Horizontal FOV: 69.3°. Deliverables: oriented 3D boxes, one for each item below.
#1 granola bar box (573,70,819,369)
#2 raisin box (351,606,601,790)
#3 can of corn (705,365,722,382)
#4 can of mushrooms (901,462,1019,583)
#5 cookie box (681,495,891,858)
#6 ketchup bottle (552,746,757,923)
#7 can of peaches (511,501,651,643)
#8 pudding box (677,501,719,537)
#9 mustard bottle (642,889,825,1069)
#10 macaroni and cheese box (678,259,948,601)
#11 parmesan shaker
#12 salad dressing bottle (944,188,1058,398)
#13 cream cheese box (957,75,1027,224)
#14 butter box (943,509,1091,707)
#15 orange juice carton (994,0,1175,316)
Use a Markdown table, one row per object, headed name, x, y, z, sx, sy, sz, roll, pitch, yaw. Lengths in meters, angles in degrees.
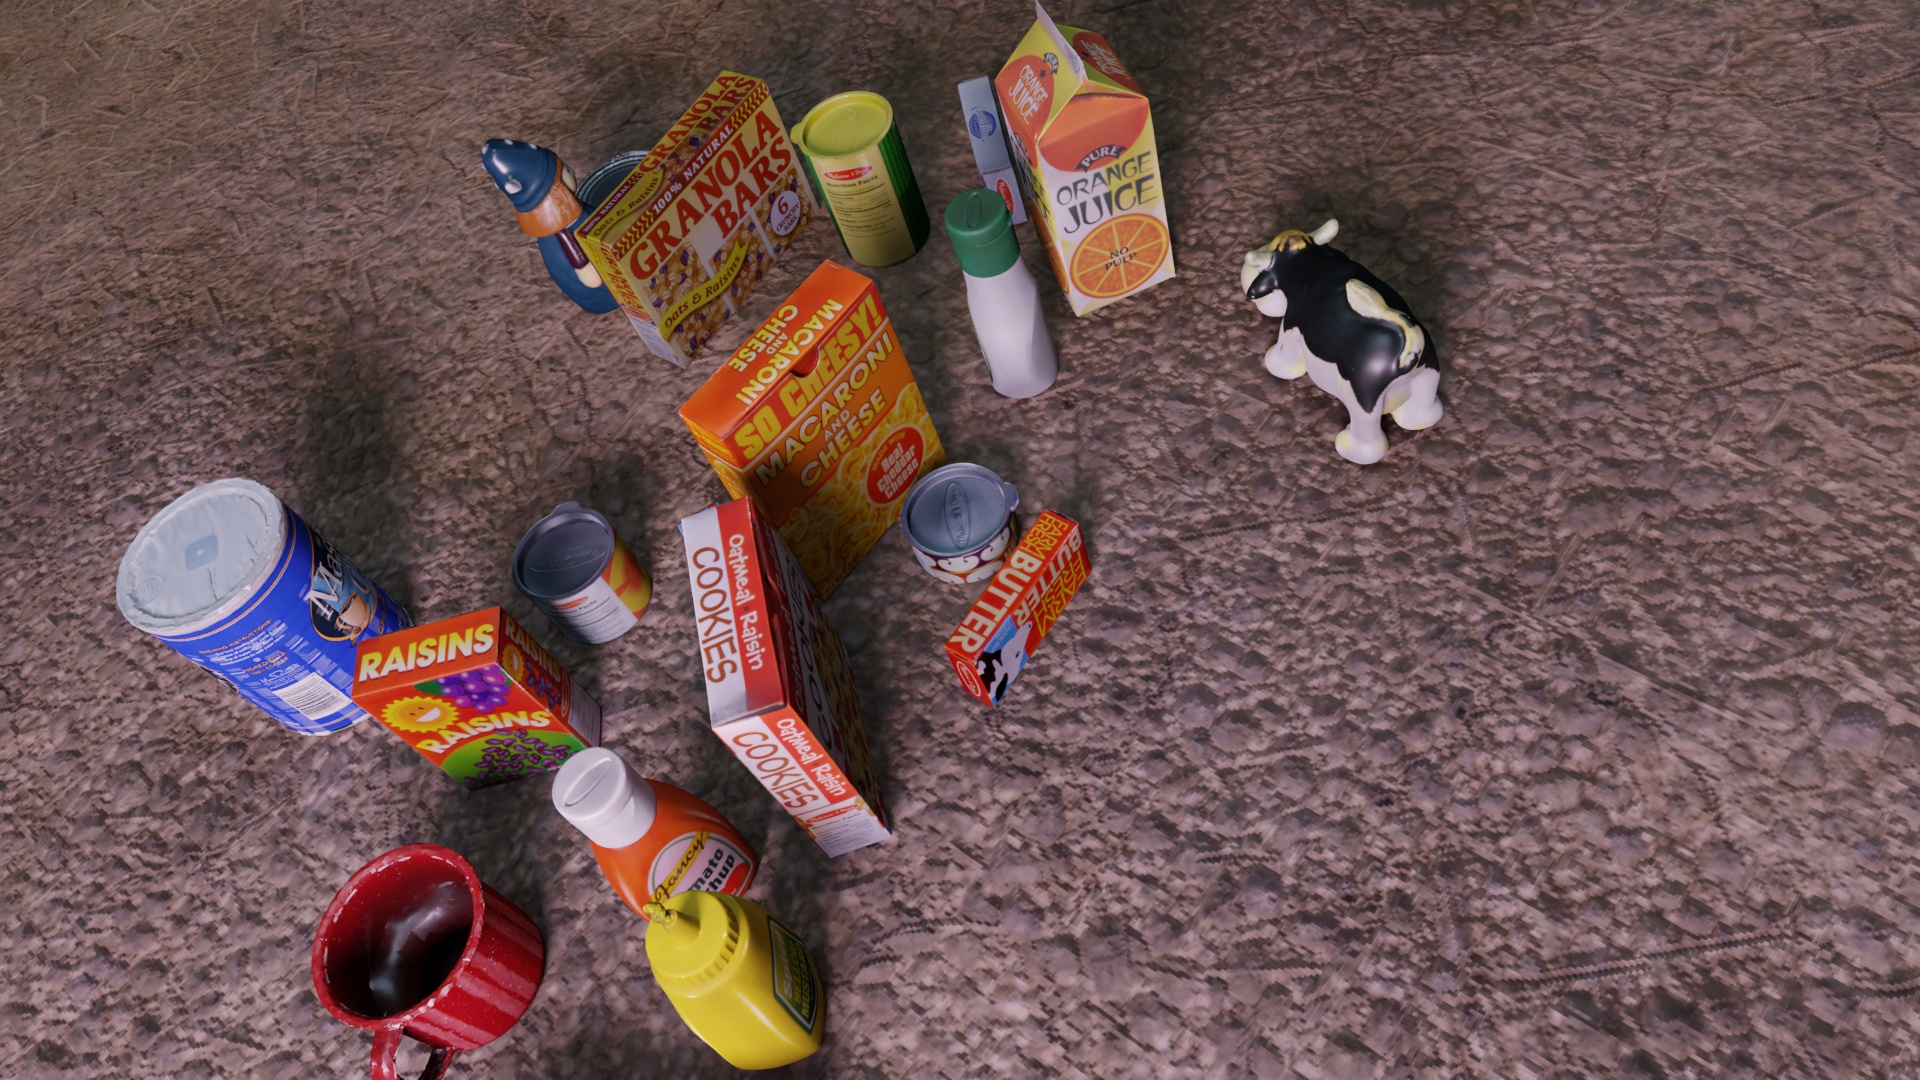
| name | x | y | z | sx | sy | sz | roll | pitch | yaw |
| --- | --- | --- | --- | --- | --- | --- | --- | --- | --- |
| granola bar box | -0.177 | -0.221 | 0.959 | 0.039 | 0.123 | 0.166 | 23 | 66 | 28 |
| raisin box | -0.266 | 0.090 | 0.777 | 0.086 | 0.123 | 0.040 | -13 | 55 | 7 |
| can of corn | -0.125 | -0.075 | 0.888 | 0.071 | 0.058 | 0.071 | -7 | 56 | 11 |
| can of mushrooms | 0.003 | -0.010 | 0.824 | 0.071 | 0.033 | 0.071 | -7 | 56 | 11 |
| cookie box | -0.087 | 0.073 | 0.712 | 0.040 | 0.166 | 0.123 | -19 | 54 | 3 |
| ketchup bottle | -0.153 | 0.149 | 0.691 | 0.043 | 0.148 | 0.065 | 31 | 70 | 30 |
| can of peaches | -0.231 | 0.020 | 0.854 | 0.071 | 0.057 | 0.071 | -7 | 56 | 11 |
| pudding box | -0.133 | 0.022 | 0.831 | 0.030 | 0.049 | 0.084 | -32 | 55 | -6 |
| mustard bottle | -0.107 | 0.197 | 0.639 | 0.049 | 0.159 | 0.065 | -16 | 55 | 5 |
| macaroni and cheese box | -0.077 | -0.059 | 0.797 | 0.040 | 0.165 | 0.124 | 30 | 69 | 30 |
| parmesan shaker | -0.067 | -0.248 | 0.959 | 0.071 | 0.102 | 0.071 | -7 | 56 | 11 |
| salad dressing bottle | 0.025 | -0.147 | 0.839 | 0.044 | 0.147 | 0.064 | -4 | 57 | 13 |
| cream cheese box | 0.022 | -0.275 | 0.983 | 0.024 | 0.053 | 0.104 | -15 | 55 | 6 |
| butter box | 0.033 | 0.037 | 0.772 | 0.024 | 0.053 | 0.104 | 26 | 67 | 28 |
| orange juice carton | 0.076 | -0.236 | 0.856 | 0.073 | 0.192 | 0.072 | -23 | 54 | 0 |
